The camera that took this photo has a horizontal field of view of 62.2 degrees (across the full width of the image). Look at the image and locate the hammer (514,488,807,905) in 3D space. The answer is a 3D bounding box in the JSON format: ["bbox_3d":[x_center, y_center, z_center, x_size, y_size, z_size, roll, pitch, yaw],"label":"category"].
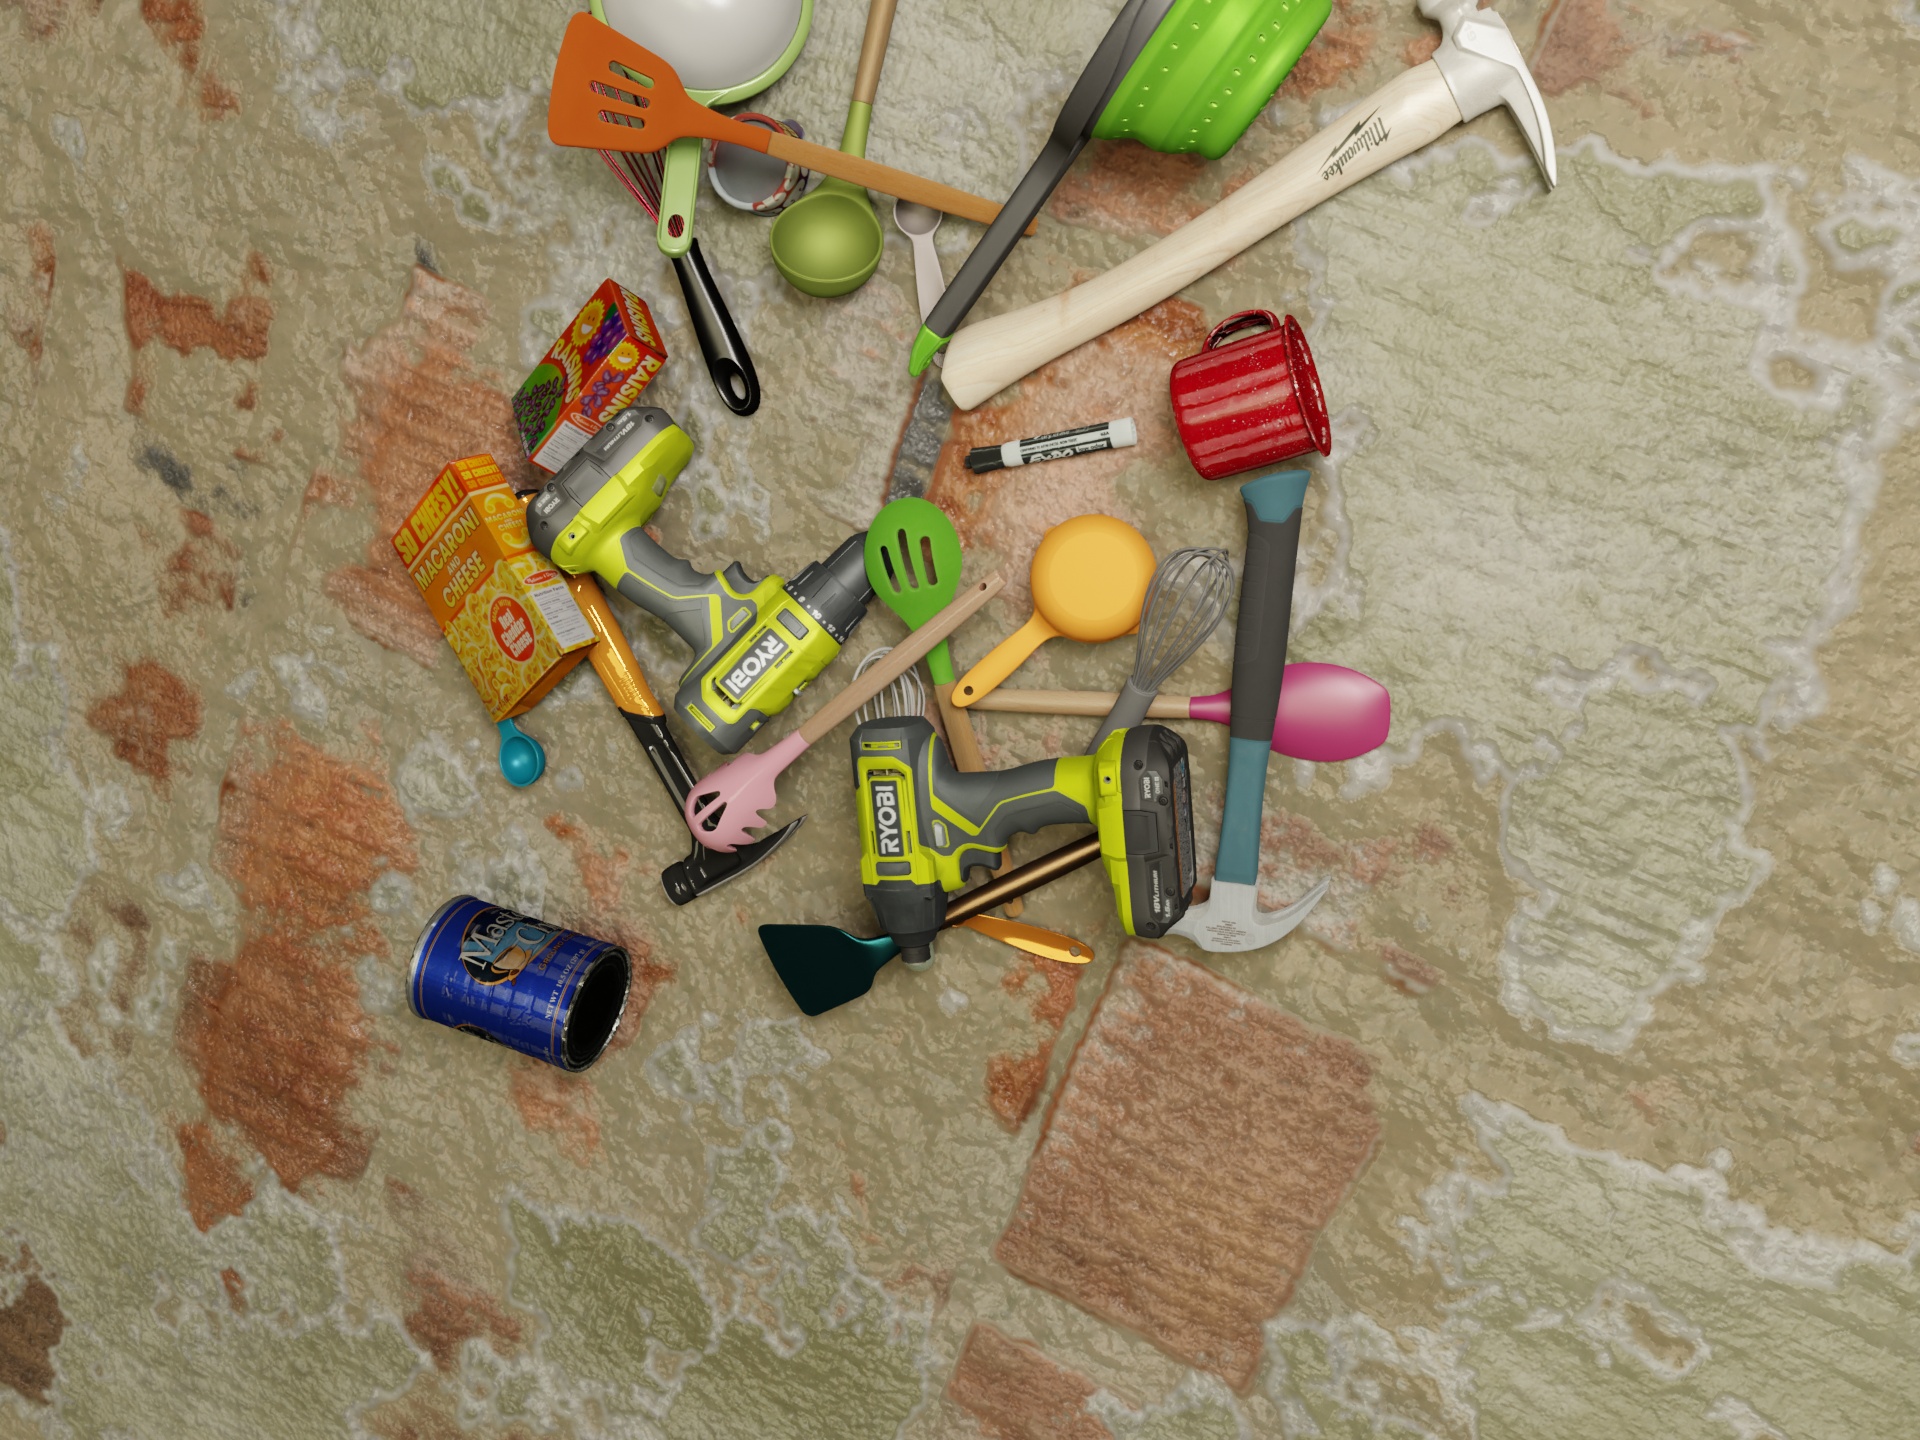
[{"bbox_3d":[-0.249,-0.030,1.213,0.127,0.034,0.337,-30,90,20],"label":"hammer"}]

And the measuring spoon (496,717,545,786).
[{"bbox_3d":[-0.358,-0.009,1.263,0.042,0.021,0.129,-25,83,29],"label":"measuring spoon"}]

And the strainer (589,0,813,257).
[{"bbox_3d":[-0.177,-0.440,1.051,0.151,0.069,0.256,6,89,-8],"label":"strainer"}]

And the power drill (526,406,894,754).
[{"bbox_3d":[-0.177,-0.115,1.143,0.228,0.080,0.190,44,89,5],"label":"power drill"}]

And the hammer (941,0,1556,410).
[{"bbox_3d":[0.171,-0.308,1.034,0.410,0.038,0.146,-27,92,20],"label":"hammer"}]

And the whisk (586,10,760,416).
[{"bbox_3d":[-0.205,-0.358,1.130,0.073,0.073,0.295,-17,101,19],"label":"whisk"}]

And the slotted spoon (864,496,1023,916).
[{"bbox_3d":[-0.002,-0.004,1.128,0.070,0.031,0.313,-13,105,15],"label":"slotted spoon"}]

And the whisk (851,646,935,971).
[{"bbox_3d":[-0.043,0.067,1.165,0.058,0.059,0.246,11,111,53],"label":"whisk"}]

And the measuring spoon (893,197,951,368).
[{"bbox_3d":[-0.021,-0.307,1.106,0.034,0.018,0.124,-8,104,9],"label":"measuring spoon"}]

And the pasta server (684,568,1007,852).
[{"bbox_3d":[-0.086,-0.005,1.120,0.316,0.040,0.060,-38,78,20],"label":"pasta server"}]

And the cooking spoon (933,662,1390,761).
[{"bbox_3d":[0.134,-0.010,1.107,0.319,0.017,0.068,3,103,17],"label":"cooking spoon"}]

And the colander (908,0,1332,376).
[{"bbox_3d":[0.106,-0.349,0.982,0.094,0.205,0.397,37,120,-5],"label":"colander"}]

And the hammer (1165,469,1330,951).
[{"bbox_3d":[0.194,-0.002,1.064,0.128,0.033,0.331,7,104,16],"label":"hammer"}]

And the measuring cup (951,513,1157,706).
[{"bbox_3d":[0.059,-0.069,1.079,0.173,0.052,0.095,-42,88,3],"label":"measuring cup"}]

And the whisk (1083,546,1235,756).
[{"bbox_3d":[0.121,-0.021,1.068,0.055,0.055,0.238,31,126,10],"label":"whisk"}]

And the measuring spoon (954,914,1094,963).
[{"bbox_3d":[0.043,0.156,1.172,0.117,0.011,0.021,16,108,10],"label":"measuring spoon"}]

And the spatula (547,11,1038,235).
[{"bbox_3d":[-0.101,-0.369,1.037,0.322,0.041,0.081,14,104,-12],"label":"spatula"}]

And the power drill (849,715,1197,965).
[{"bbox_3d":[0.040,0.082,1.070,0.223,0.080,0.171,-2,100,18],"label":"power drill"}]

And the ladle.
[{"bbox_3d":[-0.062,-0.445,1.070,0.078,0.062,0.320,15,101,2],"label":"ladle"}]

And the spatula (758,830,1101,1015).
[{"bbox_3d":[0.006,0.127,1.145,0.317,0.044,0.082,-25,104,7],"label":"spatula"}]
